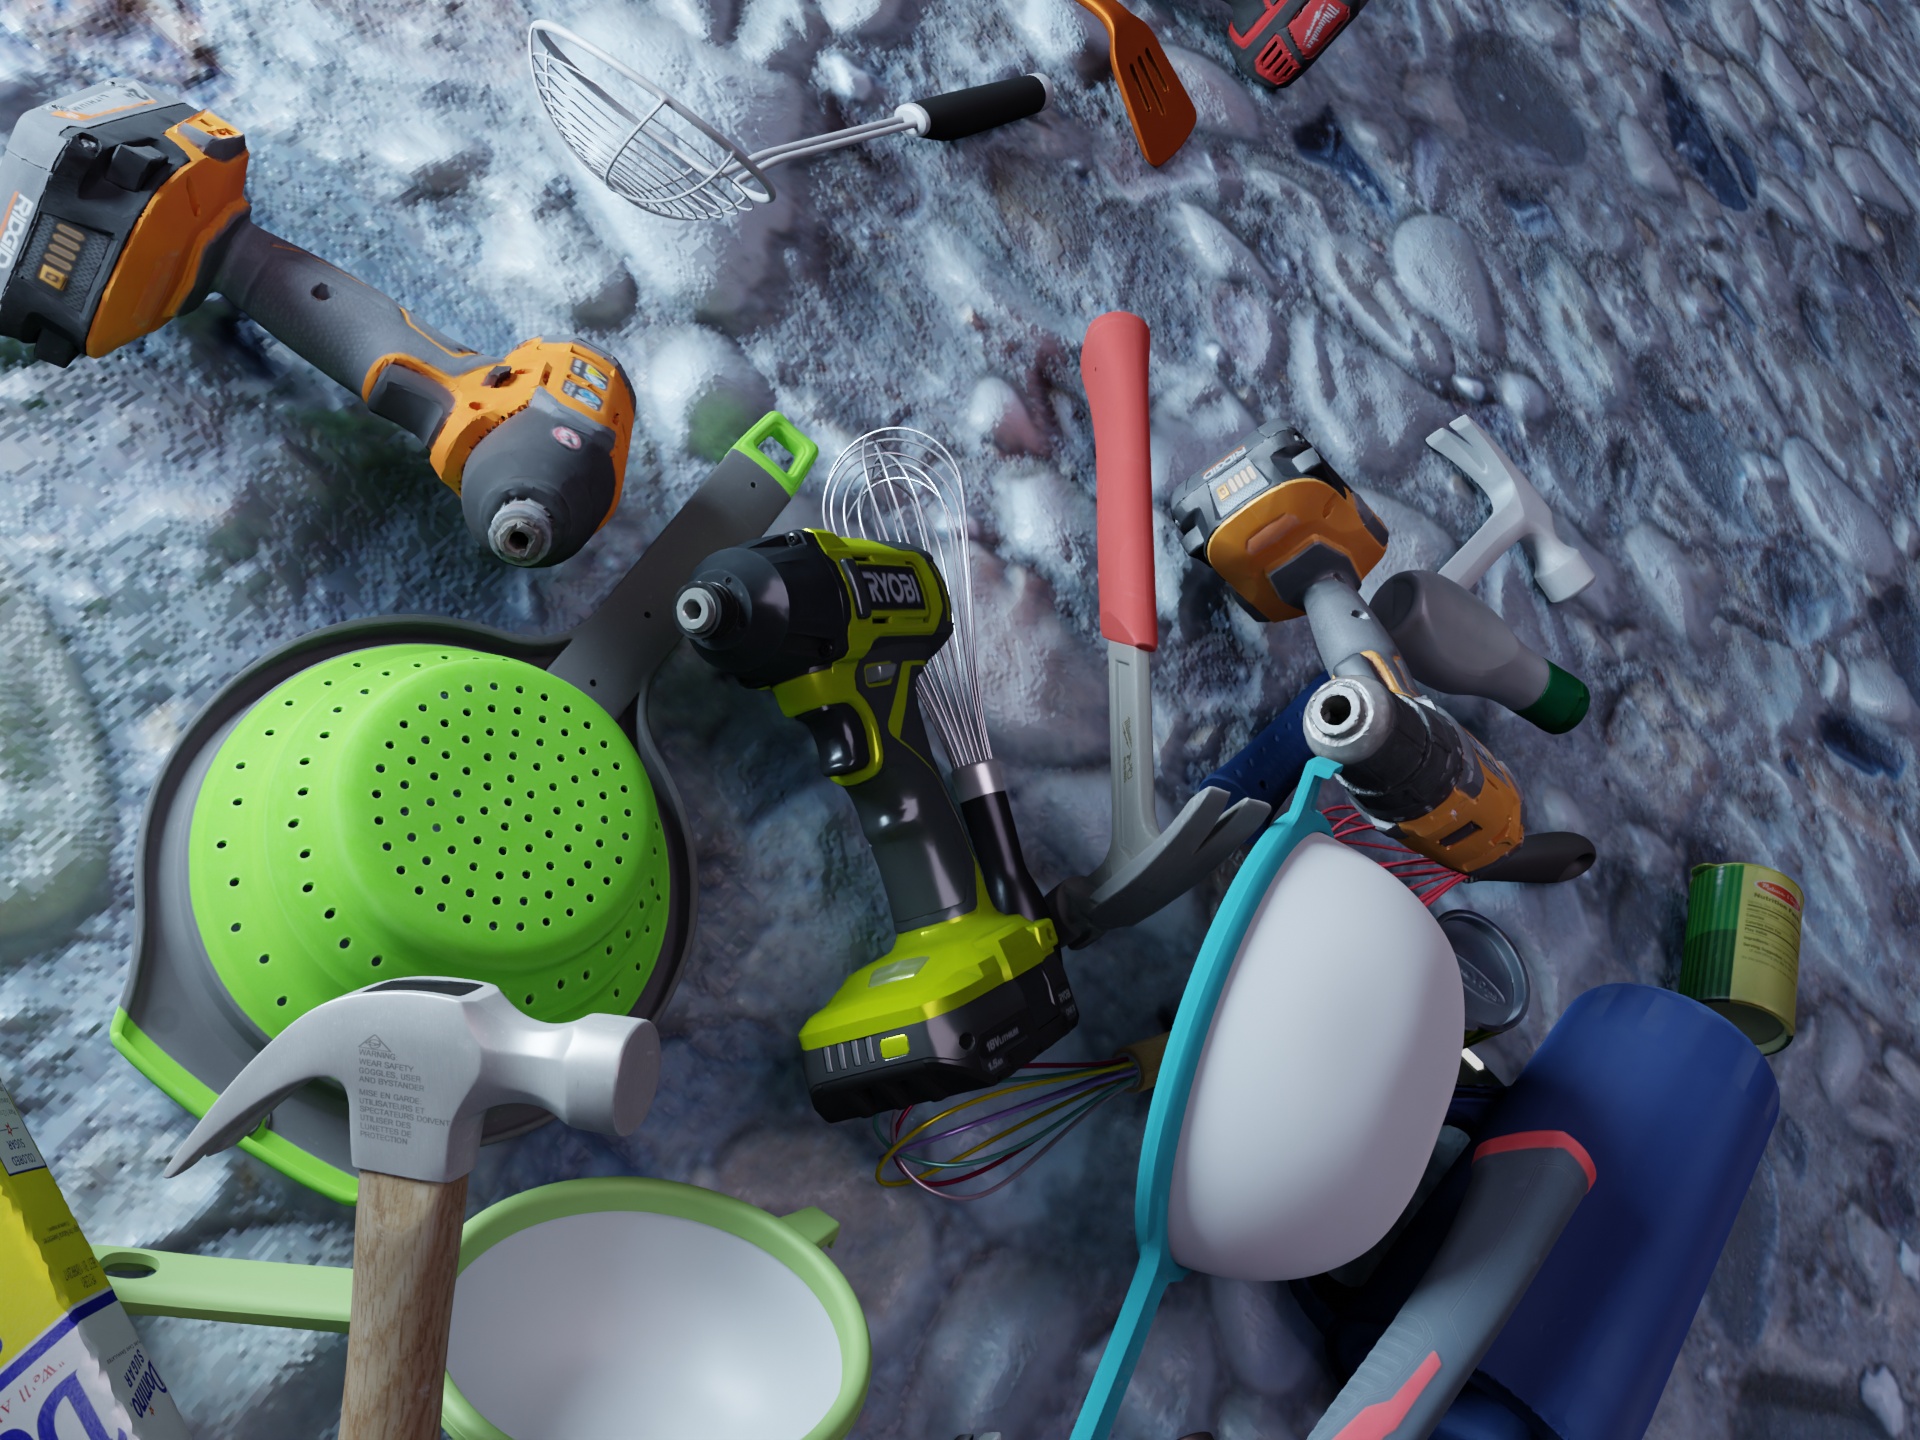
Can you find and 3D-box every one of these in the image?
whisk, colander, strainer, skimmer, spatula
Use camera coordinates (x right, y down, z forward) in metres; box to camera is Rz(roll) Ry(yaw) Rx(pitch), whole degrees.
[{"bbox_3d":[0.000,-0.003,0.737,0.070,0.070,0.285,-11,80,-37],"label":"whisk"},{"bbox_3d":[-0.142,-0.013,0.616,0.204,0.094,0.397,40,53,-13],"label":"colander"},{"bbox_3d":[-0.160,0.214,0.518,0.256,0.069,0.152,10,18,-10],"label":"strainer"},{"bbox_3d":[-0.059,-0.329,0.821,0.127,0.090,0.363,35,44,23],"label":"skimmer"},{"bbox_3d":[0.129,0.197,0.640,0.095,0.210,0.340,15,57,24],"label":"strainer"},{"bbox_3d":[0.057,0.164,0.713,0.245,0.051,0.047,-7,109,-41],"label":"whisk"},{"bbox_3d":[0.269,0.080,0.882,0.295,0.073,0.073,1,69,-39],"label":"whisk"},{"bbox_3d":[0.030,-0.483,0.998,0.322,0.041,0.081,40,52,-7],"label":"spatula"}]

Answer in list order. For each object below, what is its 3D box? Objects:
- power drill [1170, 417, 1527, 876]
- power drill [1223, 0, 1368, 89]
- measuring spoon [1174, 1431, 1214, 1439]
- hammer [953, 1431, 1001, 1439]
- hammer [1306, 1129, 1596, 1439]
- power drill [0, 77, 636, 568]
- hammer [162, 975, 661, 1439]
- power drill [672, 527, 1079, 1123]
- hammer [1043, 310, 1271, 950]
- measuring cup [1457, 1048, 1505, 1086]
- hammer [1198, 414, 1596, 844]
[{"bbox_3d":[0.183,-0.040,0.777,0.185,0.084,0.226,27,35,-51],"label":"power drill"},{"bbox_3d":[0.174,-0.517,1.035,0.219,0.143,0.079,20,57,-23],"label":"power drill"},{"bbox_3d":[0.118,0.318,0.669,0.124,0.034,0.018,30,23,-43],"label":"measuring spoon"},{"bbox_3d":[0.142,0.403,0.661,0.408,0.036,0.149,23,57,-25],"label":"hammer"},{"bbox_3d":[0.142,0.296,0.574,0.143,0.038,0.386,27,52,35],"label":"hammer"},{"bbox_3d":[-0.228,-0.135,0.587,0.226,0.084,0.164,27,22,-21],"label":"power drill"},{"bbox_3d":[-0.164,0.235,0.441,0.130,0.031,0.331,7,92,11],"label":"hammer"},{"bbox_3d":[-0.037,0.035,0.633,0.171,0.080,0.223,-9,81,-66],"label":"power drill"},{"bbox_3d":[0.087,-0.074,0.787,0.036,0.149,0.359,17,54,-20],"label":"hammer"},{"bbox_3d":[0.300,0.234,0.852,0.083,0.038,0.168,-31,71,-34],"label":"measuring cup"},{"bbox_3d":[0.259,-0.055,0.948,0.405,0.035,0.144,-38,93,-39],"label":"hammer"}]
